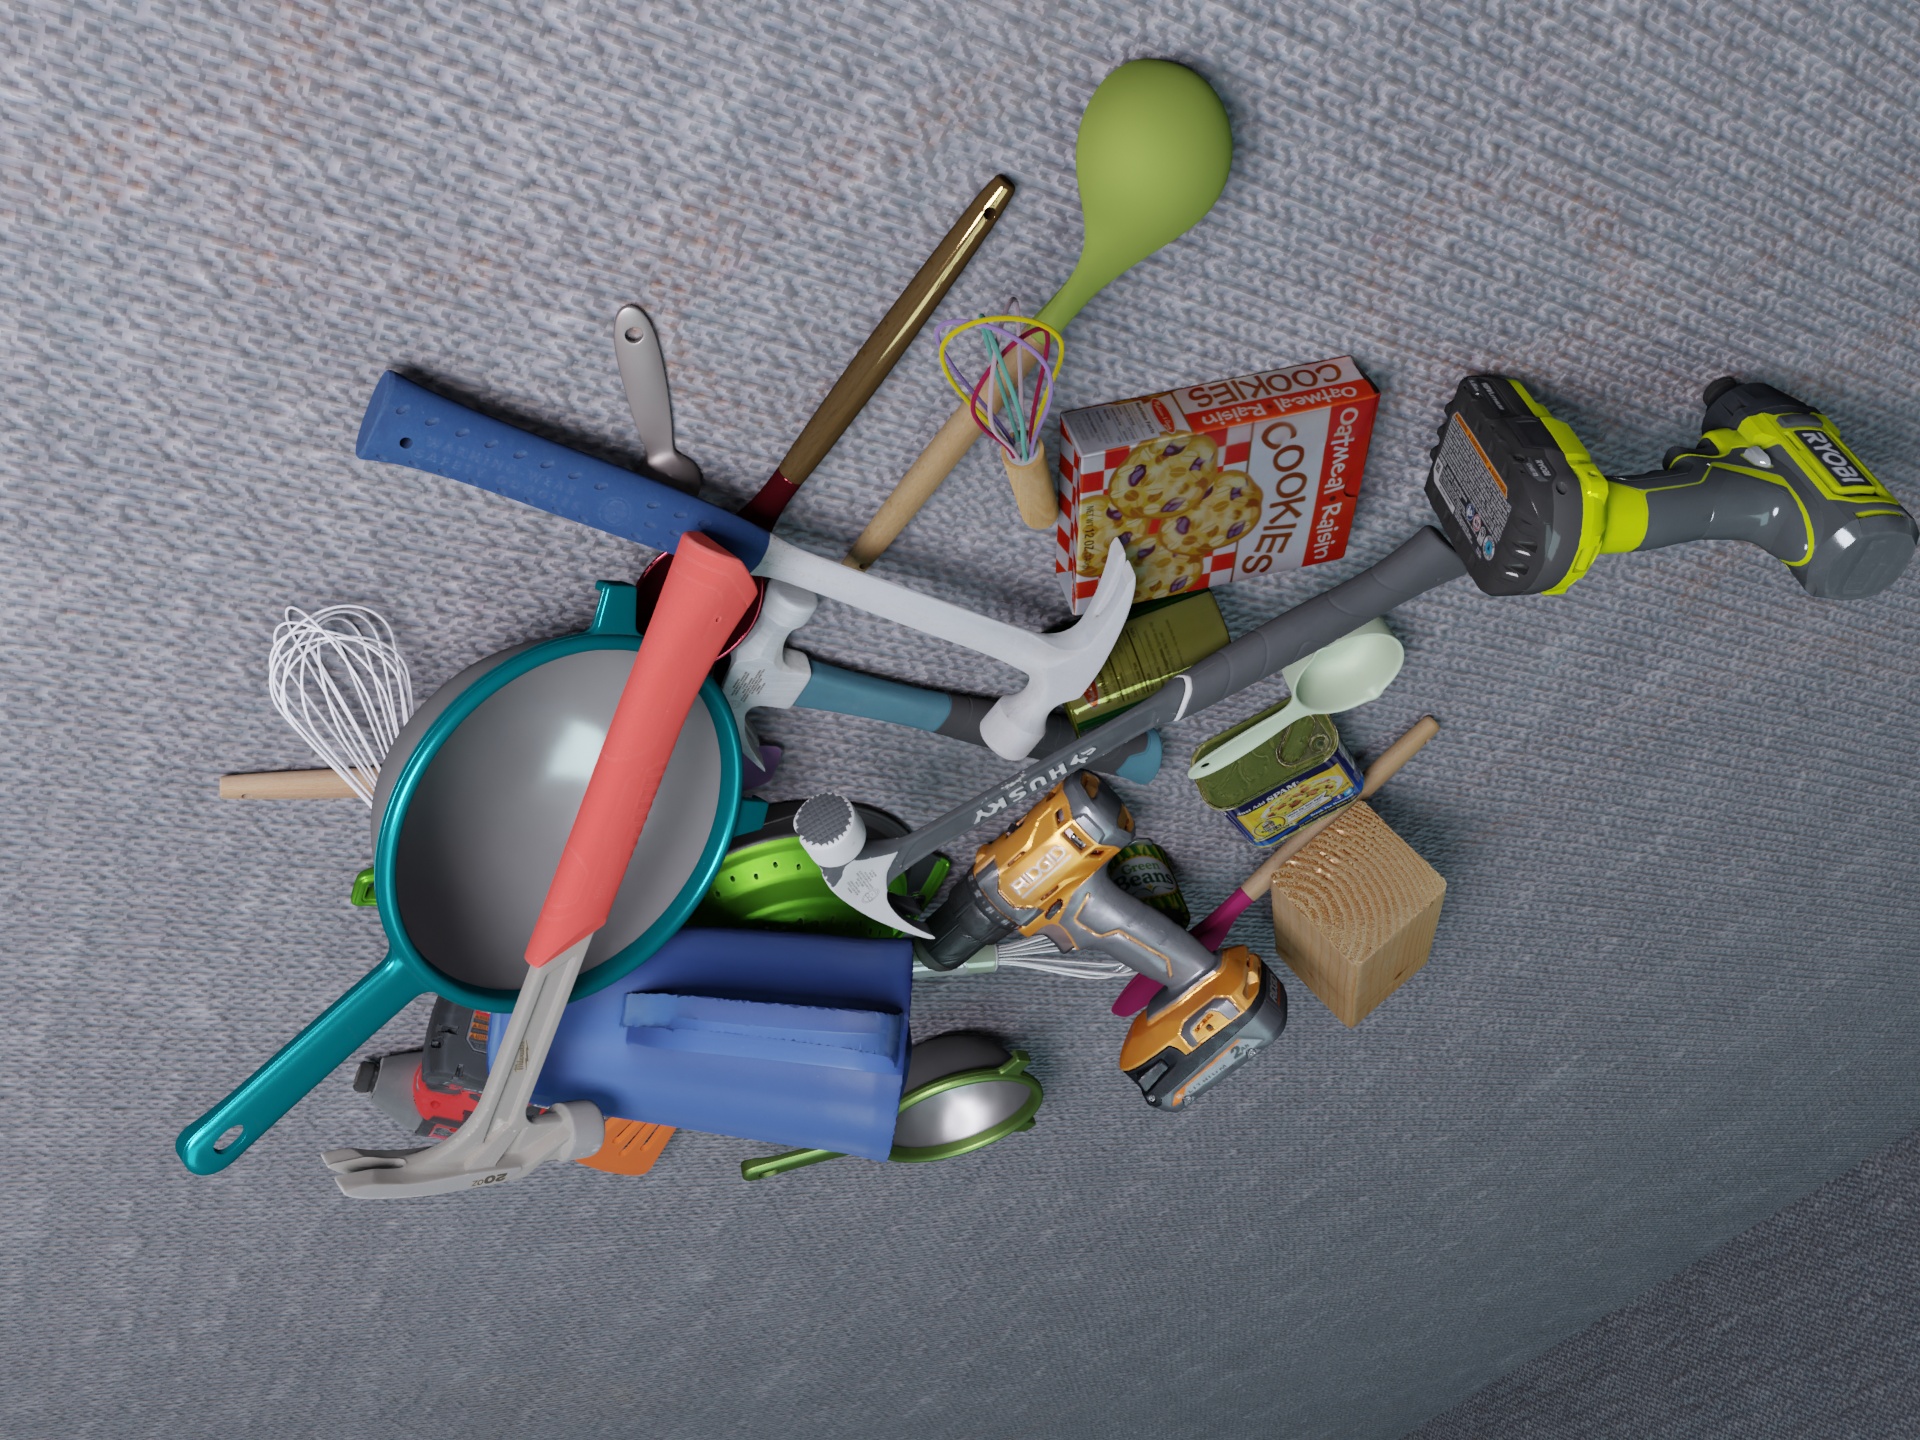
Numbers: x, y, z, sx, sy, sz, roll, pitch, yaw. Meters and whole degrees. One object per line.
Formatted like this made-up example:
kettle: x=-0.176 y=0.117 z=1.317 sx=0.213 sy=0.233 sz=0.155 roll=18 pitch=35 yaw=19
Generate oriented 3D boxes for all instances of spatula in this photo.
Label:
spatula: x=-0.166 y=0.276 z=1.238 sx=0.322 sy=0.041 sz=0.081 roll=-30 pitch=141 yaw=24
spatula: x=-0.261 y=0.035 z=0.933 sx=0.315 sy=0.018 sz=0.059 roll=-1 pitch=146 yaw=-23

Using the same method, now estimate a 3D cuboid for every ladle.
ladle: x=-0.072 y=-0.141 z=0.791 sx=0.069 sy=0.031 sz=0.315 roll=23 pitch=125 yaw=-31
ladle: x=0.020 y=-0.180 z=0.780 sx=0.078 sy=0.062 sz=0.320 roll=4 pitch=144 yaw=-37

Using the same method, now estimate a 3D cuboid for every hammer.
hammer: x=-0.089 y=-0.085 z=0.797 sx=0.405 sy=0.035 sz=0.144 roll=18 pitch=126 yaw=-31
hammer: x=0.109 y=0.001 z=0.910 sx=0.409 sy=0.036 sz=0.149 roll=-29 pitch=145 yaw=-2
hammer: x=-0.190 y=0.076 z=0.780 sx=0.149 sy=0.037 sz=0.359 roll=6 pitch=113 yaw=-48
hammer: x=-0.002 y=-0.003 z=0.984 sx=0.330 sy=0.033 sz=0.128 roll=13 pitch=132 yaw=-34

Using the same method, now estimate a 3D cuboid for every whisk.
whisk: x=-0.307 y=0.048 z=0.874 sx=0.070 sy=0.070 sz=0.284 roll=-14 pitch=136 yaw=-7
whisk: x=0.033 y=0.180 z=1.214 sx=0.246 sy=0.059 sz=0.057 roll=-3 pitch=130 yaw=-12
whisk: x=0.031 y=-0.137 z=0.762 sx=0.047 sy=0.051 sz=0.245 roll=-34 pitch=166 yaw=0

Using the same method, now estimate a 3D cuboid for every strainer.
strainer: x=-0.268 y=0.082 z=0.818 sx=0.340 sy=0.095 sz=0.210 roll=-44 pitch=137 yaw=-19
strainer: x=-0.062 y=0.320 z=1.327 sx=0.256 sy=0.069 sz=0.151 roll=-14 pitch=144 yaw=-5

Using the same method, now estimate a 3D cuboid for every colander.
colander: x=-0.185 y=0.144 z=1.036 sx=0.396 sy=0.095 sz=0.204 roll=6 pitch=136 yaw=-29

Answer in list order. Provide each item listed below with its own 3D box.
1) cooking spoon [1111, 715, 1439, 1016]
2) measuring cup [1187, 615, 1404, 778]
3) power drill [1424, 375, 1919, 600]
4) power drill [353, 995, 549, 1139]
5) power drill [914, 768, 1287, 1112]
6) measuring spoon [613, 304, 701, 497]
cooking spoon: x=0.230 y=0.110 z=1.173 sx=0.319 sy=0.017 sz=0.068 roll=-44 pitch=148 yaw=8
measuring cup: x=0.213 y=-0.018 z=1.055 sx=0.167 sy=0.038 sz=0.083 roll=-37 pitch=139 yaw=24
power drill: x=0.387 y=-0.137 z=0.889 sx=0.223 sy=0.171 sz=0.080 roll=-2 pitch=134 yaw=-8
power drill: x=-0.323 y=0.236 z=1.072 sx=0.143 sy=0.079 sz=0.219 roll=19 pitch=148 yaw=-20
power drill: x=0.093 y=0.168 z=1.116 sx=0.226 sy=0.084 sz=0.185 roll=45 pitch=111 yaw=-5
measuring spoon: x=-0.147 y=-0.144 z=0.761 sx=0.034 sy=0.018 sz=0.124 roll=-13 pitch=141 yaw=-8
